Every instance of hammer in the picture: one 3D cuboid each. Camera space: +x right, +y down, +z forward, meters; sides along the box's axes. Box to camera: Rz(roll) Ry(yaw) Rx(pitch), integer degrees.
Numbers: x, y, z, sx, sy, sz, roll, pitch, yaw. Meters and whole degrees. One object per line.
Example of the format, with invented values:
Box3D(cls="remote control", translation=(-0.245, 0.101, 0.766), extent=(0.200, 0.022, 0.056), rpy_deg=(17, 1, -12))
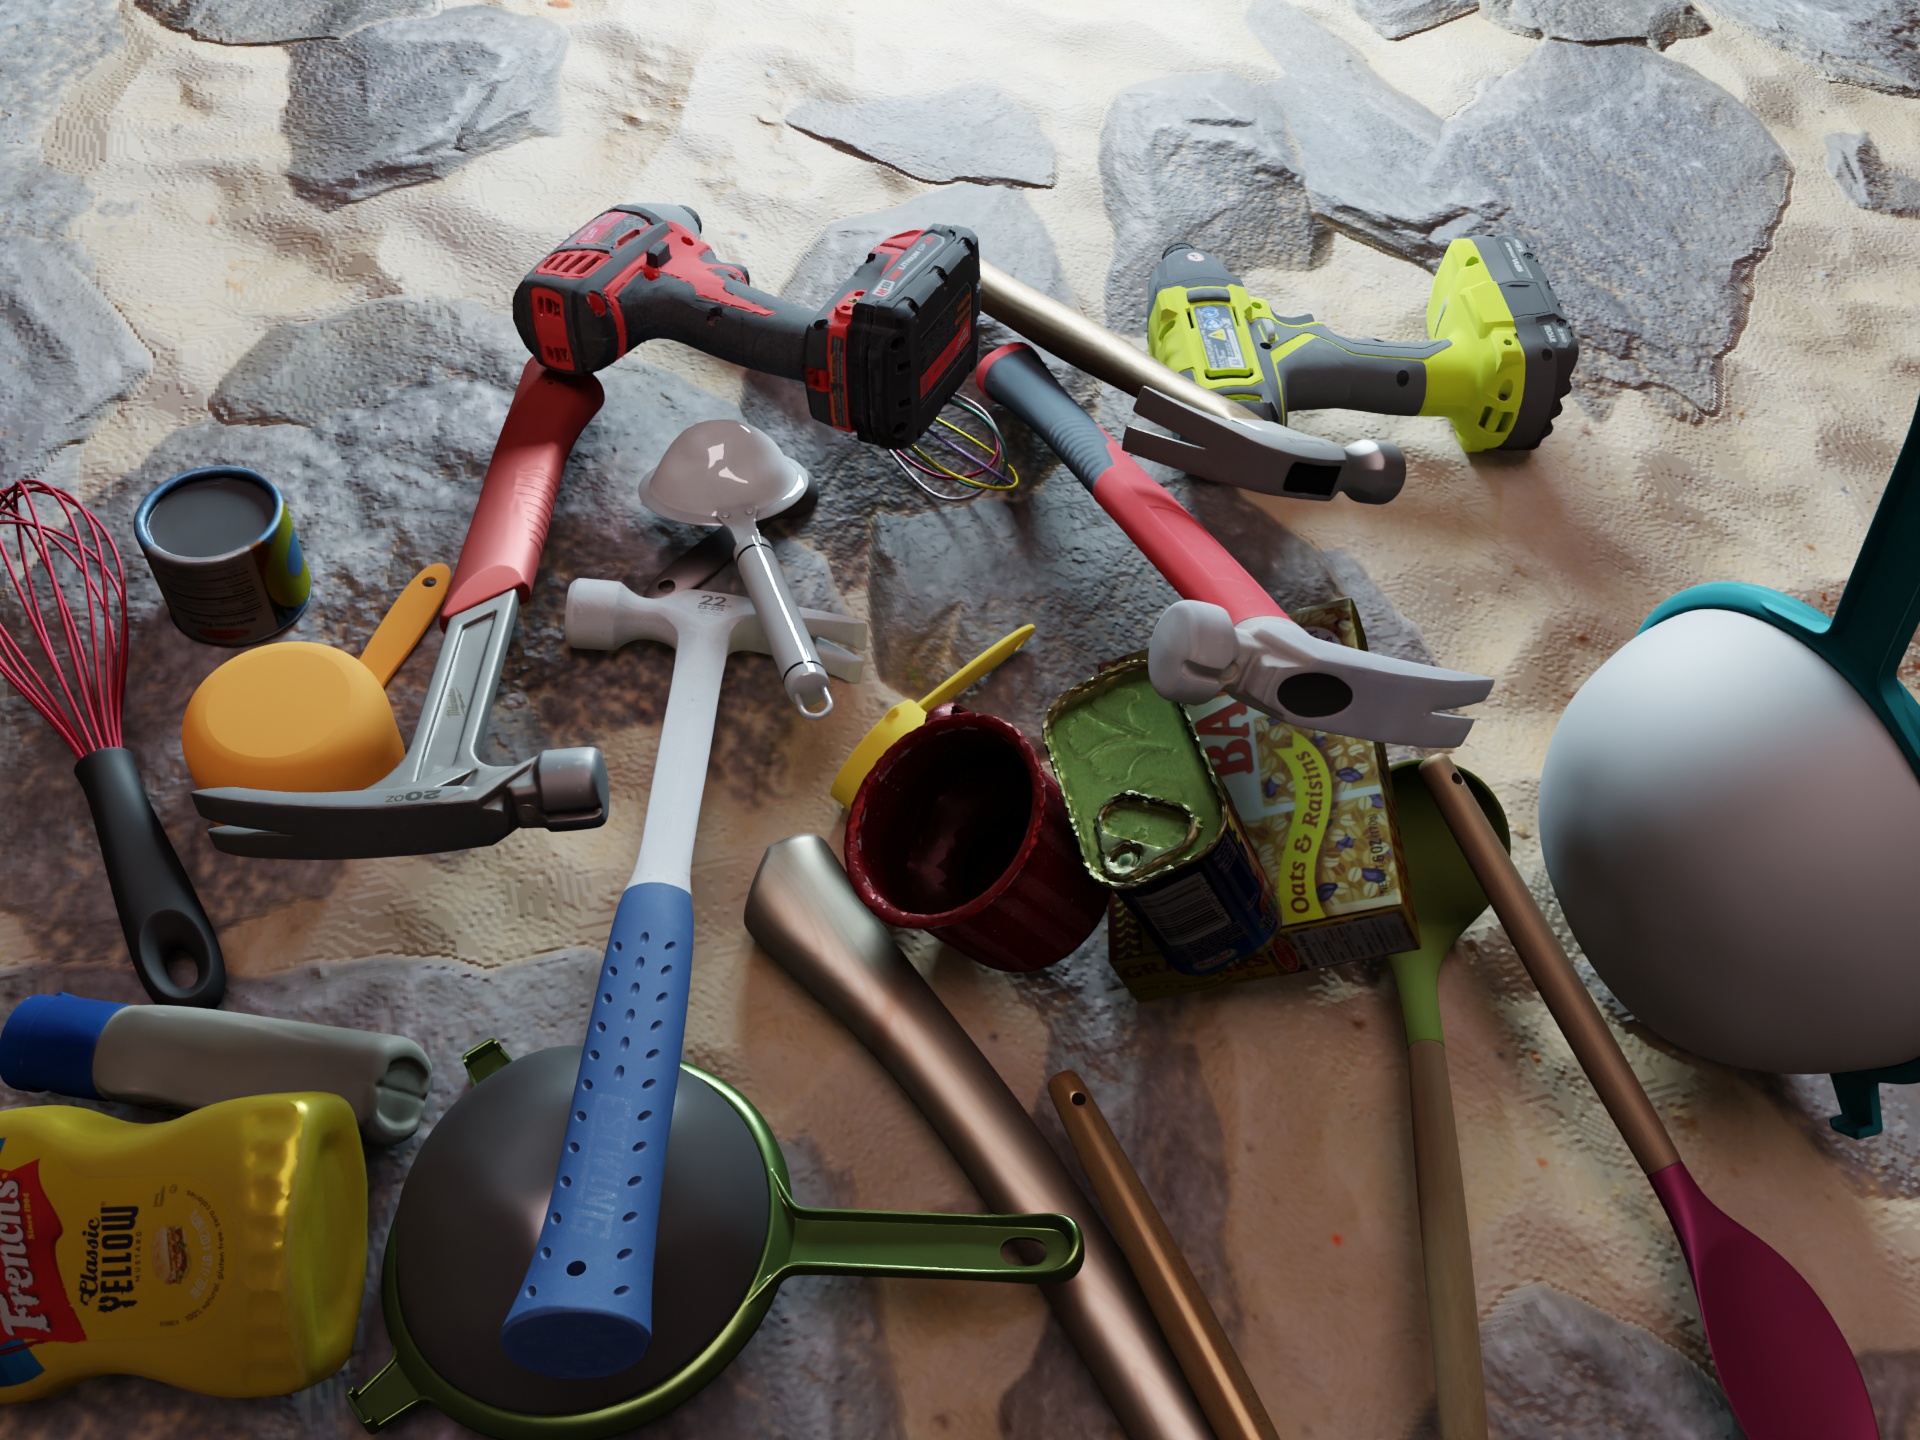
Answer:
Box3D(cls="hammer", translation=(0.047, 0.195, 0.603), extent=(0.146, 0.038, 0.411), rpy_deg=(-24, 59, -25))
Box3D(cls="hammer", translation=(0.075, -0.192, 0.839), extent=(0.130, 0.031, 0.332), rpy_deg=(-2, 31, -36))
Box3D(cls="hammer", translation=(-0.111, 0.062, 0.621), extent=(0.144, 0.035, 0.406), rpy_deg=(4, 35, -6))
Box3D(cls="hammer", translation=(0.096, -0.102, 0.755), extent=(0.143, 0.038, 0.387), rpy_deg=(10, 26, -22))
Box3D(cls="hammer", translation=(-0.220, -0.072, 0.725), extent=(0.149, 0.036, 0.359), rpy_deg=(-3, 39, -2))

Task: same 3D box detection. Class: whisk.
Box3D(cls="whisk", translation=(-0.376, 0.004, 0.689), extent=(0.073, 0.073, 0.296), rpy_deg=(-23, 64, -23))
Box3D(cls="whisk", translation=(-0.064, -0.190, 0.885), extent=(0.245, 0.051, 0.047), rpy_deg=(36, 62, 23))

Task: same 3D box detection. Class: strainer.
Box3D(cls="strainer", translation=(0.288, 0.017, 0.590), extent=(0.095, 0.340, 0.211), rpy_deg=(-20, 50, -6))
Box3D(cls="strainer", translation=(-0.099, -0.085, 0.762), extent=(0.087, 0.050, 0.259), rpy_deg=(-12, 44, -15))
Box3D(cls="strainer", translation=(-0.086, 0.169, 0.557), extent=(0.256, 0.069, 0.152), rpy_deg=(0, 46, 7))

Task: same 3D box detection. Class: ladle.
Box3D(cls="ladle", translation=(0.191, 0.146, 0.626), extent=(0.078, 0.062, 0.320), rpy_deg=(13, 47, -4))

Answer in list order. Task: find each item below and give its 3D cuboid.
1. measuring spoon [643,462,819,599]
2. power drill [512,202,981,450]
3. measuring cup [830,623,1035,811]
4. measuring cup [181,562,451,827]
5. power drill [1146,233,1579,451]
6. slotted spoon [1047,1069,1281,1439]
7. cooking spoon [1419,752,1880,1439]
Box3D(cls="measuring spoon", translation=(-0.119, -0.098, 0.820), extent=(0.034, 0.018, 0.124), rpy_deg=(33, 56, 18))
Box3D(cls="power drill", translation=(-0.106, -0.221, 0.834), extent=(0.220, 0.078, 0.143), rpy_deg=(15, 43, 15))
Box3D(cls="measuring cup", translation=(-0.001, -0.002, 0.747), extent=(0.029, 0.062, 0.156), rpy_deg=(42, 48, 11))
Box3D(cls="measuring cup", translation=(-0.280, -0.024, 0.721), extent=(0.095, 0.052, 0.174), rpy_deg=(17, 54, 6))
Box3D(cls="power drill", translation=(0.222, -0.221, 0.923), extent=(0.223, 0.080, 0.171), rpy_deg=(-3, 54, -5))
Box3D(cls="slotted spoon", translation=(0.104, 0.250, 0.527), extent=(0.070, 0.031, 0.314), rpy_deg=(-15, 53, -21))
Box3D(cls="cooking spoon", translation=(0.266, 0.153, 0.633), extent=(0.068, 0.017, 0.319), rpy_deg=(-14, 69, -28))
